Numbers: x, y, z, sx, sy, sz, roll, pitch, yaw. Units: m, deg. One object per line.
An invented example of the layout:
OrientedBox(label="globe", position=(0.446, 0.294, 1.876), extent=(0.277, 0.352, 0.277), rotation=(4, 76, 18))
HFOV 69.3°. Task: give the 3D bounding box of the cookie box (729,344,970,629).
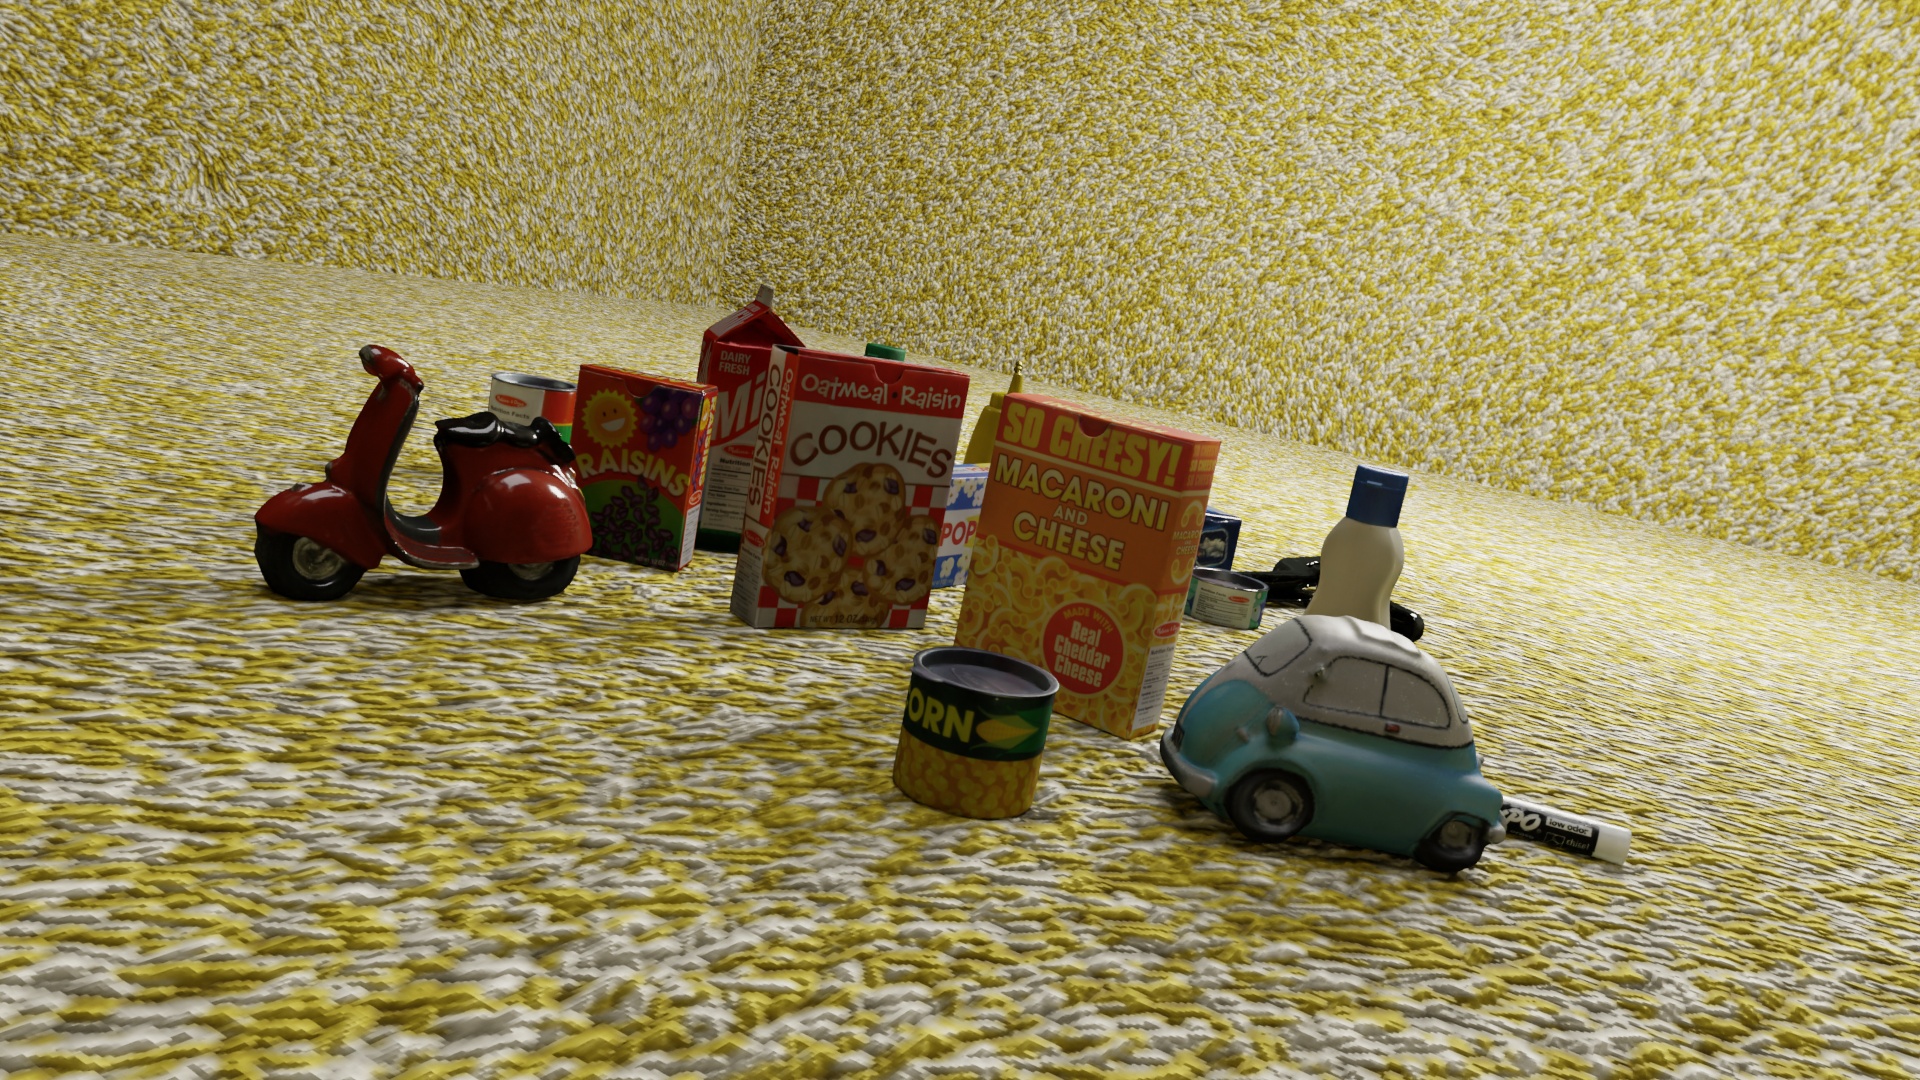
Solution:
OrientedBox(label="cookie box", position=(-0.066, -0.030, 0.853), extent=(0.123, 0.167, 0.040), rotation=(3, 13, -36))

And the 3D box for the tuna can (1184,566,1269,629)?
OrientedBox(label="tuna can", position=(0.206, 0.044, 1.092), extent=(0.071, 0.032, 0.071), rotation=(10, 11, -2))

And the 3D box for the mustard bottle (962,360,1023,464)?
OrientedBox(label="mustard bottle", position=(0.036, -0.077, 1.205), extent=(0.049, 0.160, 0.065), rotation=(20, 14, 41))

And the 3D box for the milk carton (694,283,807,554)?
OrientedBox(label="milk carton", position=(-0.156, -0.090, 1.009), extent=(0.073, 0.190, 0.072), rotation=(7, 11, -18))

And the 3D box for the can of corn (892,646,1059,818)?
OrientedBox(label="can of corn", position=(0.004, 0.085, 0.624), extent=(0.071, 0.058, 0.071), rotation=(11, 11, -2))

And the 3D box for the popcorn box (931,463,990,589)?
OrientedBox(label="popcorn box", position=(0.004, -0.013, 1.049), extent=(0.038, 0.085, 0.127), rotation=(17, 13, 31))

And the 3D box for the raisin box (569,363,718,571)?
OrientedBox(label="raisin box", position=(-0.215, -0.049, 0.920), extent=(0.086, 0.123, 0.040), rotation=(12, 10, 4))

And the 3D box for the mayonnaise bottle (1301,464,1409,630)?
OrientedBox(label="mayonnaise bottle", position=(0.280, 0.022, 0.976), extent=(0.065, 0.147, 0.041), rotation=(16, 12, 28))

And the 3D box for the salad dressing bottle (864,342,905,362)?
OrientedBox(label="salad dressing bottle", position=(-0.080, -0.104, 1.265), extent=(0.064, 0.147, 0.044), rotation=(17, 12, 30))

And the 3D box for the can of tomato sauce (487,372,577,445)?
OrientedBox(label="can of tomato sauce", position=(-0.335, -0.084, 1.084), extent=(0.071, 0.083, 0.071), rotation=(11, 11, -2))

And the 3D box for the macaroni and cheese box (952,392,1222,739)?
OrientedBox(label="macaroni and cheese box", position=(0.067, 0.011, 0.777), extent=(0.124, 0.166, 0.040), rotation=(18, 13, 33))
